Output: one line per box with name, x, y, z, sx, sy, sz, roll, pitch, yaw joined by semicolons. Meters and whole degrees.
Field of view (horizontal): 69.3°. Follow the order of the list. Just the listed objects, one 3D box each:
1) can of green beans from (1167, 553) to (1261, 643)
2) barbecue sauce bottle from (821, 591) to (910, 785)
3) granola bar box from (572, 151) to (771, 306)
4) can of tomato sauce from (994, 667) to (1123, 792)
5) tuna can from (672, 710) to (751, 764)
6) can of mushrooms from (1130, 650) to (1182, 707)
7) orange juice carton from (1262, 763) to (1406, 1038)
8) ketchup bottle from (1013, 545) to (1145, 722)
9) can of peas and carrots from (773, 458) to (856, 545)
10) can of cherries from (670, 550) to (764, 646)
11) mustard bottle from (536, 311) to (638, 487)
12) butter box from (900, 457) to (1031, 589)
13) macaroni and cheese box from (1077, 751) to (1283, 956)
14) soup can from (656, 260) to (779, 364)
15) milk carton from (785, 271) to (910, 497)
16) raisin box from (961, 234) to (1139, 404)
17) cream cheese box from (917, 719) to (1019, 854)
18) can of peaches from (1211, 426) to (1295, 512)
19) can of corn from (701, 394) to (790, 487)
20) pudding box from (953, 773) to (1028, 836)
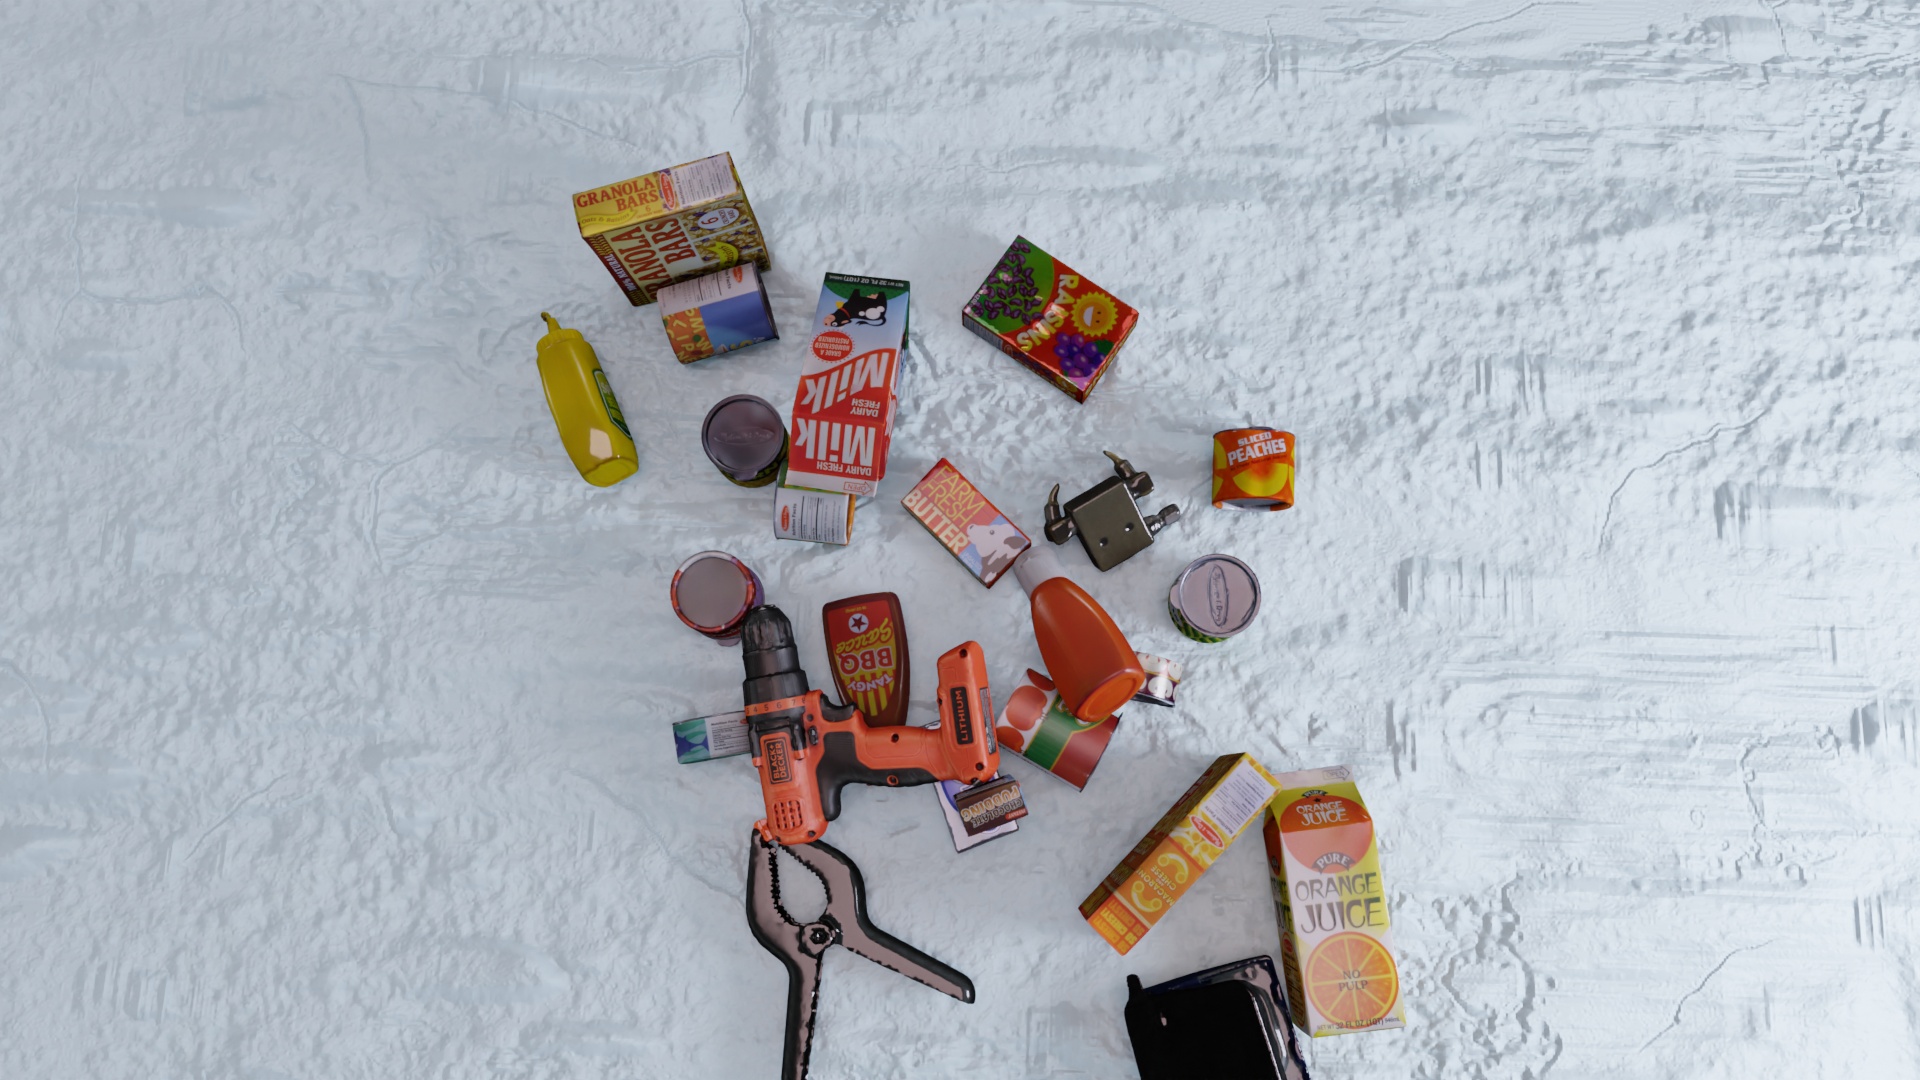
can of green beans;0.201;0.047;1.106;0.071;0.057;0.071;0;80;1
barbecue sauce bottle;-0.069;0.118;1.104;0.065;0.043;0.148;-11;80;4
granola bar box;-0.225;-0.244;1.111;0.124;0.165;0.039;-16;81;-2
can of tomato sauce;0.074;0.146;1.085;0.083;0.071;0.071;29;82;6
tuna can;-0.192;0.154;1.089;0.071;0.071;0.033;-10;81;-1
can of mushrooms;0.142;0.108;1.093;0.071;0.071;0.033;13;79;3
orange juice carton;0.279;0.270;1.057;0.072;0.073;0.193;-7;79;0
ketchup bottle;0.085;0.067;1.080;0.064;0.043;0.149;-43;48;18
can of peas and carrots;-0.116;-0.032;1.122;0.059;0.071;0.071;6;80;1
can of cherries;-0.193;0.047;1.111;0.071;0.058;0.071;0;79;1
mustard bottle;-0.314;-0.124;1.142;0.049;0.065;0.160;-25;77;1
butter box;0.004;-0.014;1.137;0.103;0.024;0.053;44;84;8
macaroni and cheese box;0.161;0.232;1.039;0.040;0.123;0.166;44;84;9
soup can;-0.200;-0.186;1.152;0.084;0.071;0.071;-17;80;-1
milk carton;-0.087;-0.116;1.098;0.072;0.073;0.191;8;56;2
raisin box;0.075;-0.184;1.160;0.123;0.040;0.086;34;81;8
cream cheese box;0.005;0.189;1.100;0.053;0.024;0.104;-20;80;-2
can of peaches;0.236;-0.056;1.118;0.071;0.071;0.058;3;81;1
can of corn;-0.173;-0.078;1.134;0.071;0.058;0.071;0;80;1
pudding box;0.023;0.198;1.042;0.050;0.083;0.030;-20;83;-4
